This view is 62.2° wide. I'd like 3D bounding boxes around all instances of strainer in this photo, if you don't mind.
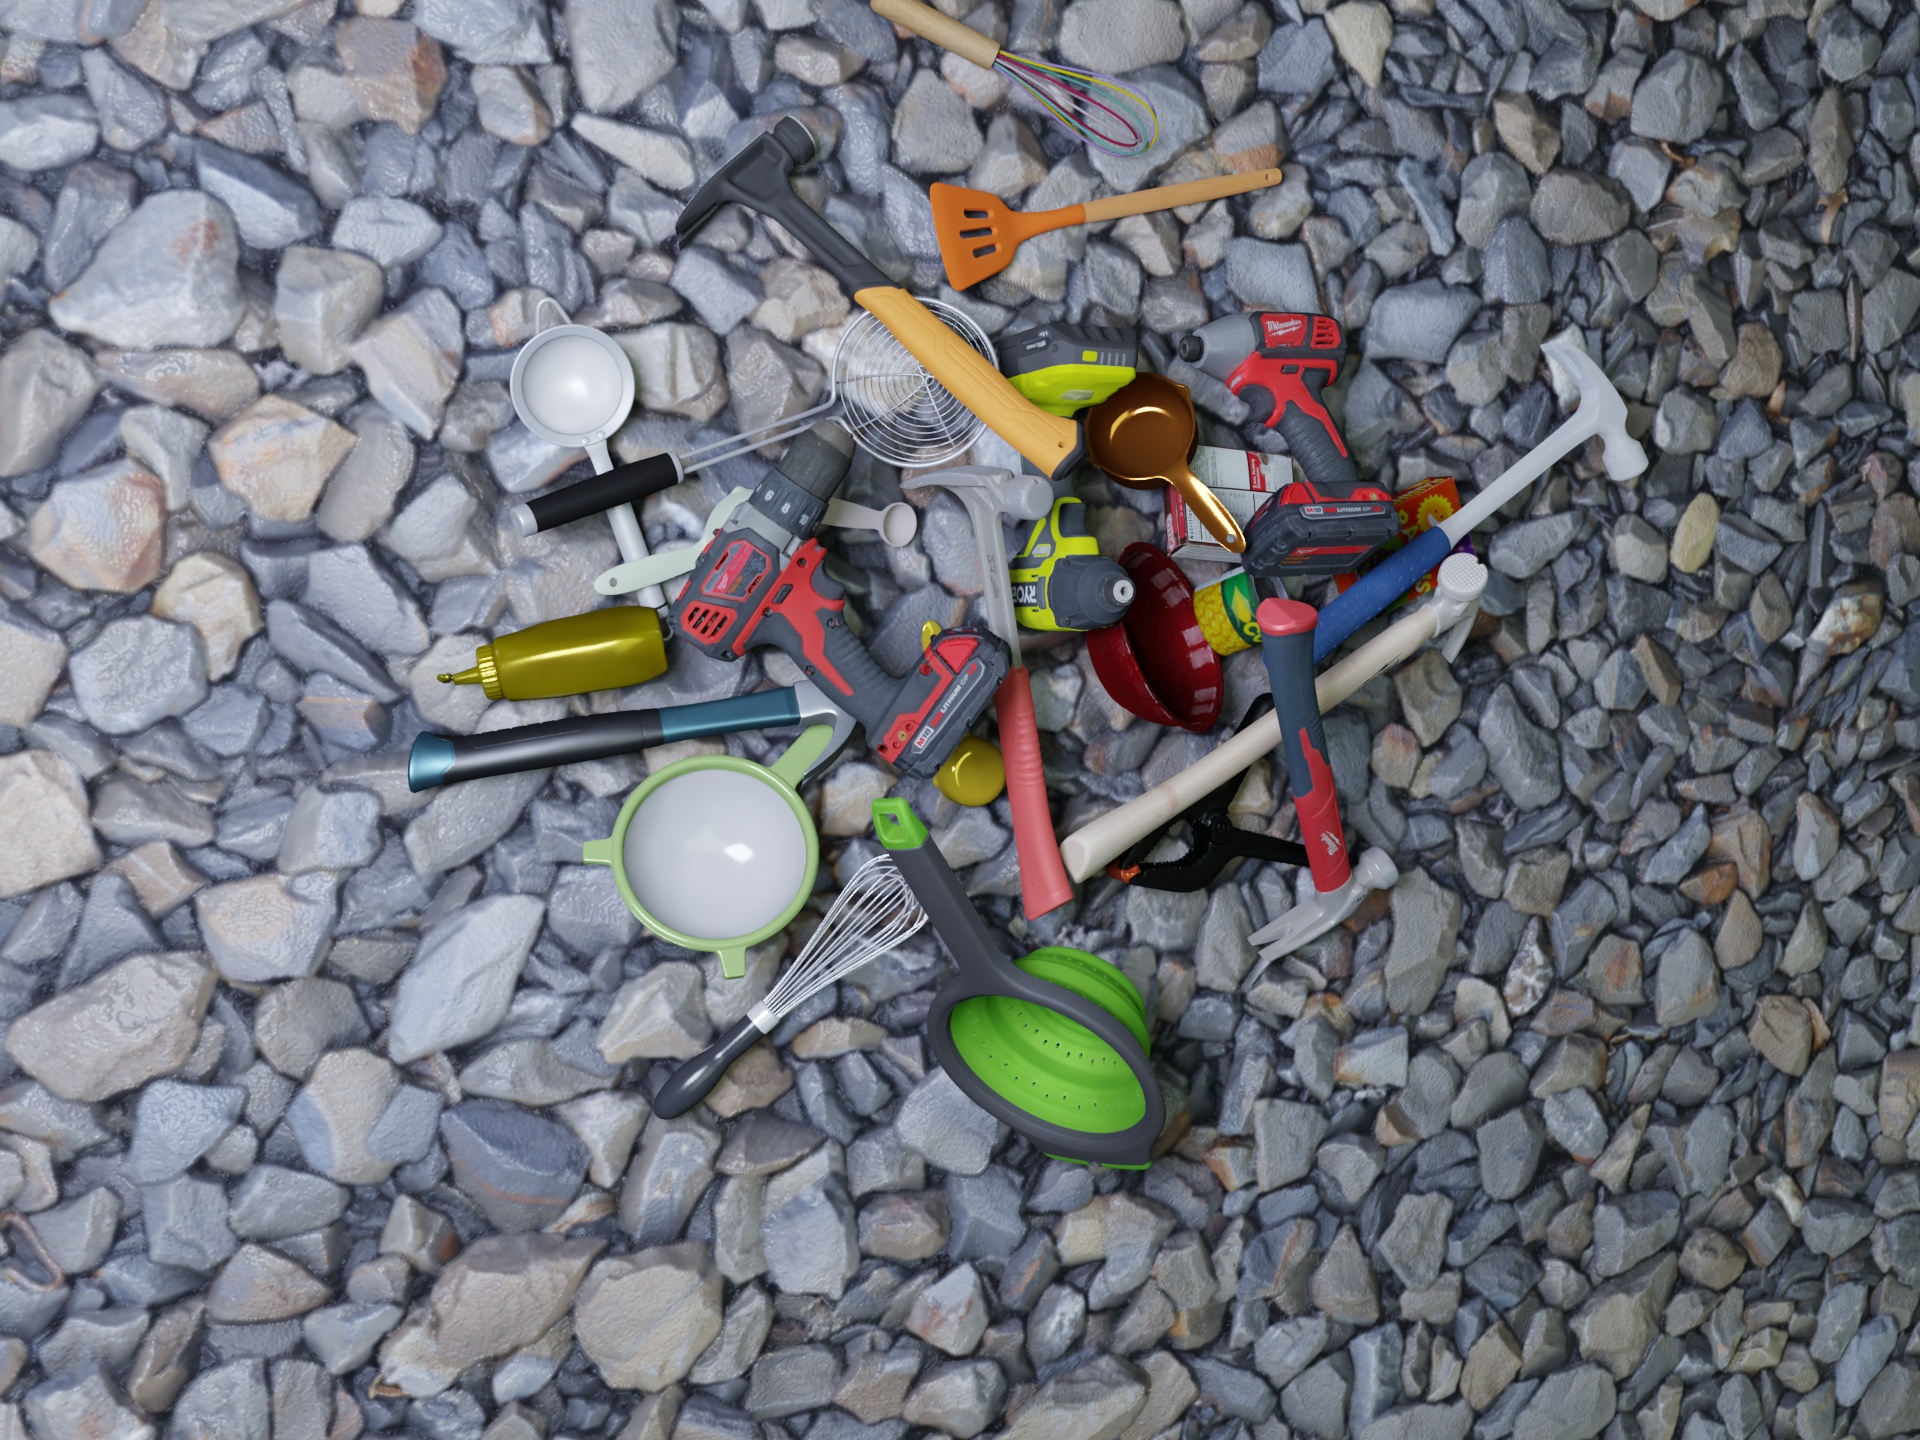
[{"bbox_3d":[-0.256,-0.176,1.145,0.087,0.050,0.258,-22,110,-15],"label":"strainer"},{"bbox_3d":[-0.153,0.070,1.209,0.151,0.069,0.256,38,63,6],"label":"strainer"}]

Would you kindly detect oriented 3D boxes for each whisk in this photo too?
[{"bbox_3d":[0.043,-0.495,1.220,0.244,0.047,0.051,21,77,-17],"label":"whisk"},{"bbox_3d":[-0.128,0.209,1.235,0.284,0.070,0.070,-43,109,-6],"label":"whisk"}]

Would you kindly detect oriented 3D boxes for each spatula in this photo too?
[{"bbox_3d":[0.121,-0.406,1.259,0.322,0.041,0.081,-17,102,-19],"label":"spatula"}]

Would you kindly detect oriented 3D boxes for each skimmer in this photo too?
[{"bbox_3d":[-0.141,-0.203,1.137,0.363,0.090,0.127,-25,106,-26],"label":"skimmer"}]

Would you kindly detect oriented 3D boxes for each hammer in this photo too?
[{"bbox_3d":[0.035,-0.017,1.226,0.036,0.149,0.359,-21,112,-34],"label":"hammer"},{"bbox_3d":[0.256,0.012,1.310,0.410,0.146,0.038,-33,66,-7],"label":"hammer"},{"bbox_3d":[-0.233,0.005,1.164,0.331,0.033,0.128,-9,69,-14],"label":"hammer"},{"bbox_3d":[0.268,0.052,1.273,0.143,0.038,0.385,-32,136,-7],"label":"hammer"},{"bbox_3d":[-0.048,-0.286,1.135,0.337,0.034,0.127,43,77,7],"label":"hammer"},{"bbox_3d":[0.417,-0.167,1.360,0.405,0.035,0.144,-38,108,-12],"label":"hammer"}]

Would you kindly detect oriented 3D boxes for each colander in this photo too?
[{"bbox_3d":[0.048,0.186,1.236,0.094,0.204,0.396,-56,128,-39],"label":"colander"}]

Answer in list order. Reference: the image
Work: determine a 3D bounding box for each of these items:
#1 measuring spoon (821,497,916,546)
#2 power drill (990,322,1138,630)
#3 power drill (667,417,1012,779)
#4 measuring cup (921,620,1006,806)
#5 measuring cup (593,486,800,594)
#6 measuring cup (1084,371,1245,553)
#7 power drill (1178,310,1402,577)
[{"bbox_3d":[-0.087,-0.156,1.207,0.124,0.018,0.034,6,97,-39],"label":"measuring spoon"},{"bbox_3d":[0.081,-0.180,1.204,0.080,0.171,0.223,-3,94,-24],"label":"power drill"},{"bbox_3d":[-0.071,-0.085,1.132,0.226,0.080,0.188,35,97,-6],"label":"power drill"},{"bbox_3d":[-0.002,-0.004,1.267,0.062,0.029,0.156,-20,106,-17],"label":"measuring cup"},{"bbox_3d":[-0.185,-0.119,1.162,0.167,0.038,0.083,-22,109,-30],"label":"measuring cup"},{"bbox_3d":[0.171,-0.195,1.259,0.095,0.052,0.174,-38,77,7],"label":"measuring cup"},{"bbox_3d":[0.260,-0.230,1.280,0.143,0.078,0.220,-4,70,-22],"label":"power drill"}]
